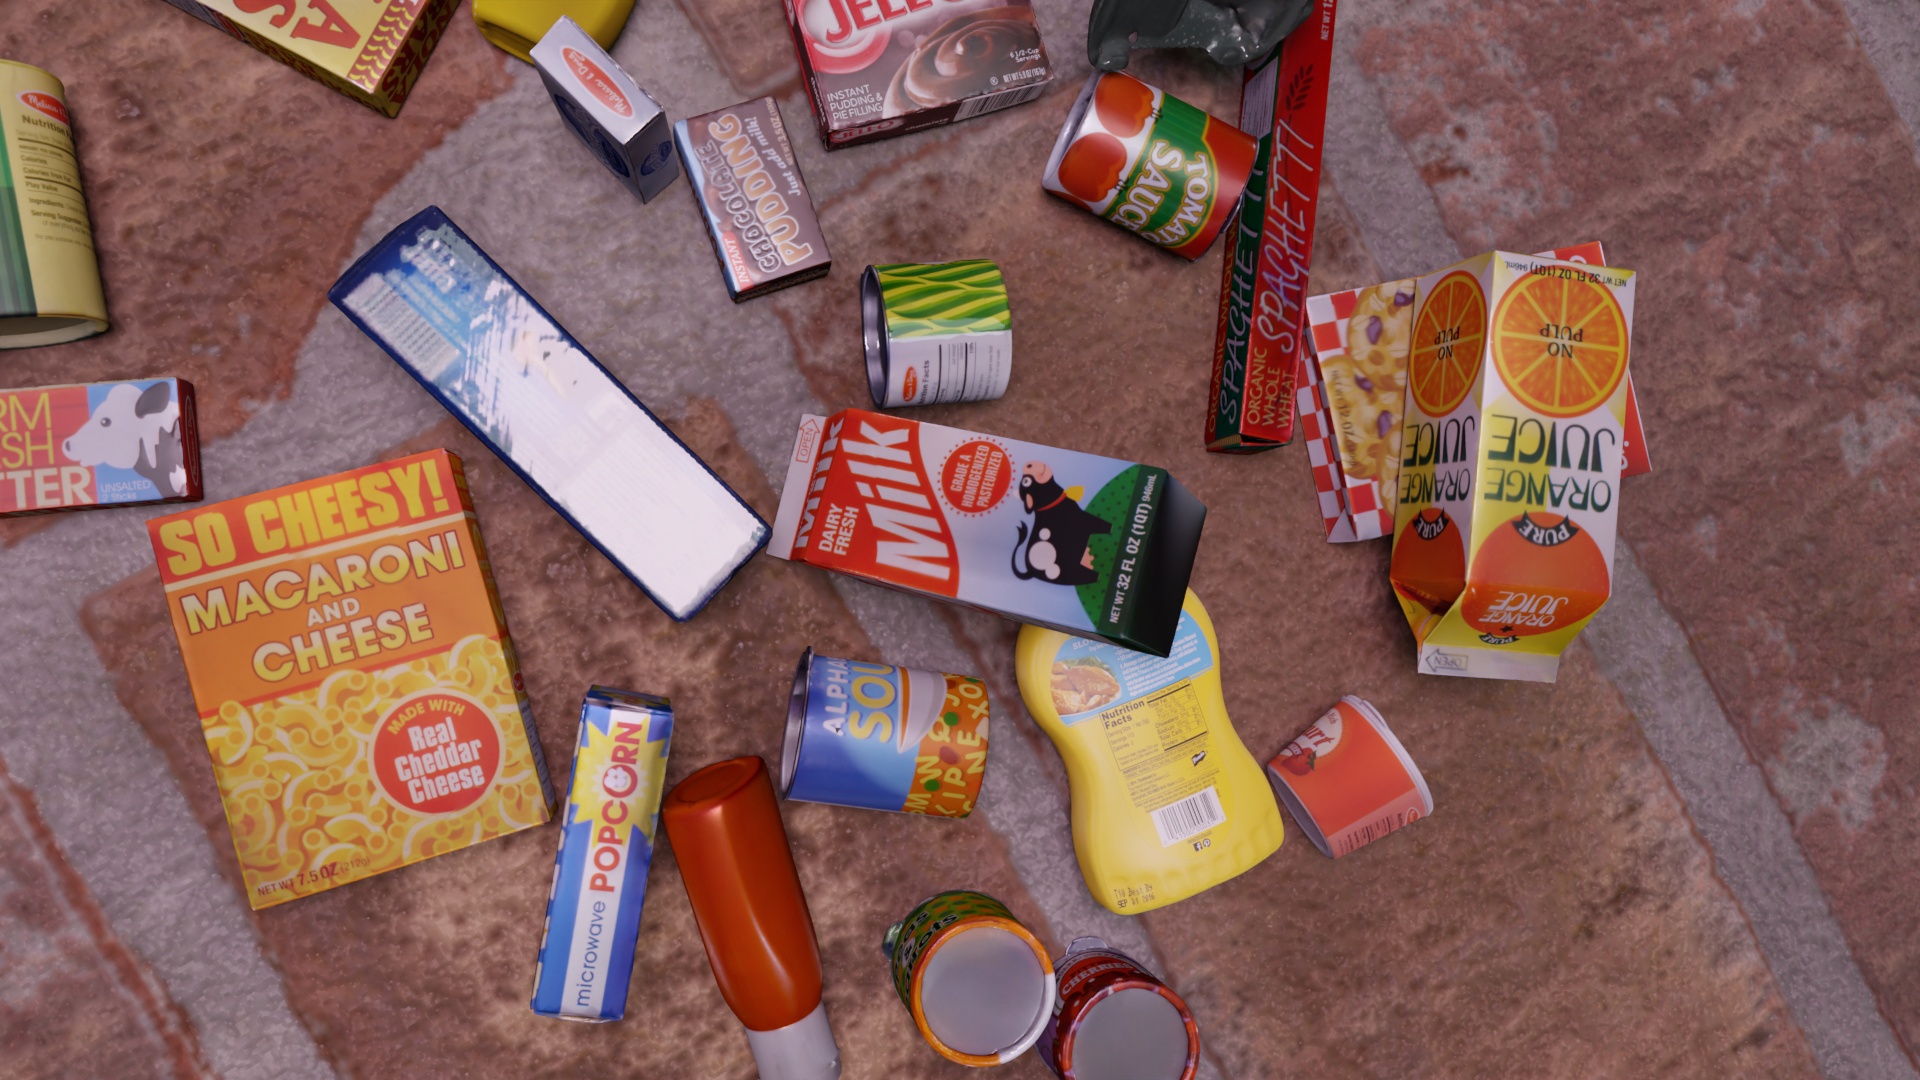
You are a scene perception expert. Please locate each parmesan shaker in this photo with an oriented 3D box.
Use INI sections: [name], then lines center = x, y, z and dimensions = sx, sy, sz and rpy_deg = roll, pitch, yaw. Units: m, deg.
[parmesan shaker]
center = -0.393, -0.134, 0.560
dimensions = 0.071, 0.071, 0.103
rpy_deg = -11, 90, -12

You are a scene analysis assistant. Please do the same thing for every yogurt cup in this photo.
[yogurt cup]
center = 0.186, 0.117, 0.674
dimensions = 0.054, 0.072, 0.072
rpy_deg = -33, 94, -3

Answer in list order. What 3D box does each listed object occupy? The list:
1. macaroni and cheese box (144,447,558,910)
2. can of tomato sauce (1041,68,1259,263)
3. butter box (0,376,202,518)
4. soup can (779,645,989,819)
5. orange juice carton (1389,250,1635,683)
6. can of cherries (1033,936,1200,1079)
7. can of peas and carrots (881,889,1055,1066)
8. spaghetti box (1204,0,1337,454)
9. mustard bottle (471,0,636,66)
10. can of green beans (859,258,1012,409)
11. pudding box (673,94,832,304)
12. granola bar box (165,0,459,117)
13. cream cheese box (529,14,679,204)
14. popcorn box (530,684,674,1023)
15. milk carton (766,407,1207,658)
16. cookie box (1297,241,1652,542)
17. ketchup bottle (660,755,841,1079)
[macaroni and cheese box]
center = -0.257, 0.057, 0.596
dimensions = 0.124, 0.040, 0.166
rpy_deg = -15, 91, -12
[can of tomato sauce]
center = 0.089, -0.179, 0.664
dimensions = 0.083, 0.071, 0.071
rpy_deg = 24, 83, -9
[butter box]
center = -0.378, -0.038, 0.583
dimensions = 0.104, 0.024, 0.053
rpy_deg = -7, 88, -12
[soup can]
center = -0.034, 0.086, 0.626
dimensions = 0.084, 0.071, 0.071
rpy_deg = 9, 86, -12
[orange juice carton]
center = 0.254, -0.031, 0.648
dimensions = 0.072, 0.073, 0.192
rpy_deg = 6, 88, -10
[can of cherries]
center = 0.070, 0.227, 0.646
dimensions = 0.071, 0.058, 0.071
rpy_deg = 0, 88, -12
[can of peas and carrots]
center = 0.003, 0.197, 0.633
dimensions = 0.071, 0.058, 0.071
rpy_deg = 1, 87, -12
[spaghetti box]
center = 0.154, -0.166, 0.686
dimensions = 0.029, 0.050, 0.250
rpy_deg = 7, 86, -10
[mustard bottle]
center = -0.162, -0.290, 0.627
dimensions = 0.065, 0.049, 0.160
rpy_deg = 26, 82, -10
[can of green beans]
center = -0.012, -0.095, 0.640
dimensions = 0.058, 0.071, 0.071
rpy_deg = -6, 89, -12
[pudding box]
center = -0.097, -0.158, 0.644
dimensions = 0.050, 0.030, 0.083
rpy_deg = -20, 91, -11
[granola bar box]
center = -0.270, -0.289, 0.609
dimensions = 0.124, 0.039, 0.165
rpy_deg = 27, 82, -9
[cream cheese box]
center = -0.150, -0.182, 0.596
dimensions = 0.053, 0.104, 0.024
rpy_deg = 45, 85, -6
[popcorn box]
center = -0.151, 0.129, 0.591
dimensions = 0.038, 0.085, 0.126
rpy_deg = 10, 85, -12
[milk carton]
center = 0.002, -0.008, 0.612
dimensions = 0.190, 0.073, 0.072
rpy_deg = 12, 84, 24
[cookie box]
center = 0.257, -0.076, 0.709
dimensions = 0.168, 0.040, 0.123
rpy_deg = -13, 90, -11
[ketchup bottle]
center = -0.089, 0.174, 0.616
dimensions = 0.043, 0.065, 0.148
rpy_deg = -13, 99, 12
